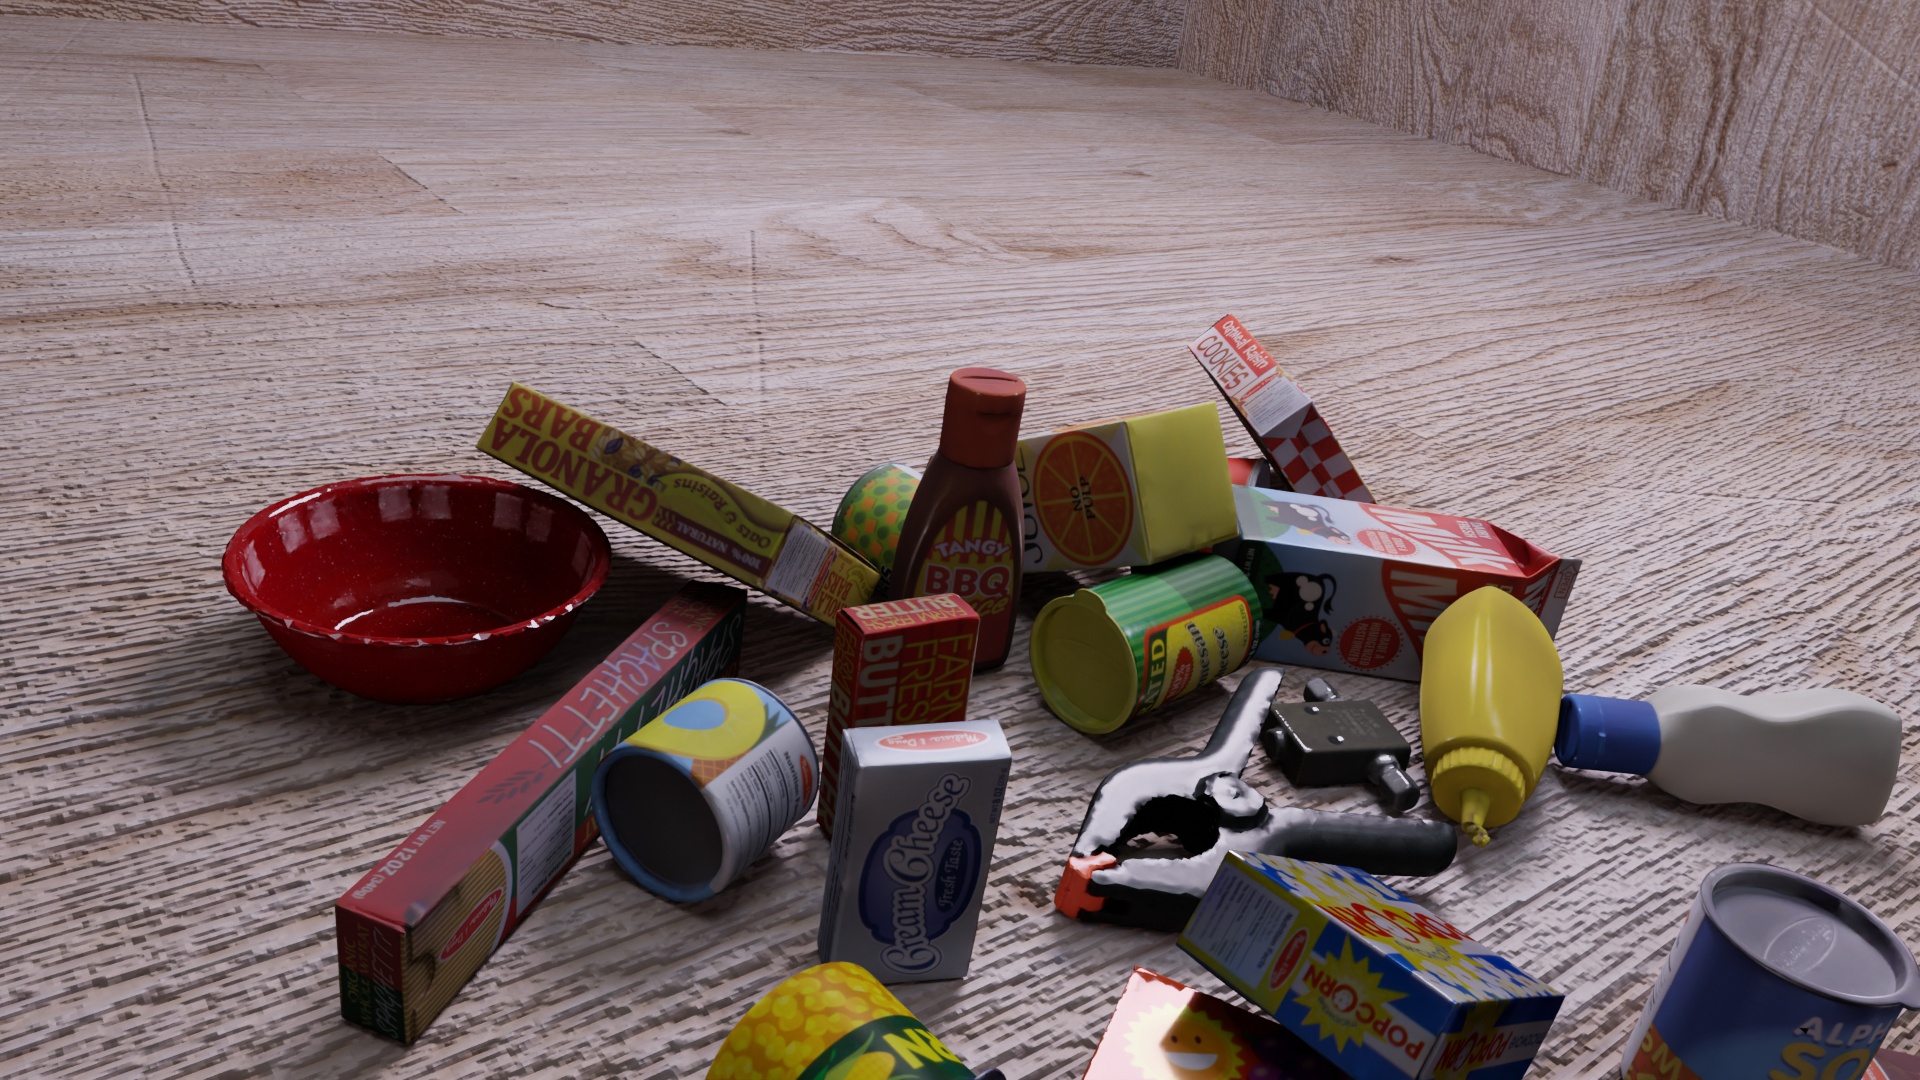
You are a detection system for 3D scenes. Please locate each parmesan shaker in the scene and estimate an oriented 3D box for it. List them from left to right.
[{"bbox_3d":[0.093,0.045,0.678,0.103,0.071,0.071,-16,35,-41],"label":"parmesan shaker"}]

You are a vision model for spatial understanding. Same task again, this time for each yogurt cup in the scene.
[{"bbox_3d":[0.155,-0.020,0.842,0.054,0.072,0.073,10,24,22],"label":"yogurt cup"}]

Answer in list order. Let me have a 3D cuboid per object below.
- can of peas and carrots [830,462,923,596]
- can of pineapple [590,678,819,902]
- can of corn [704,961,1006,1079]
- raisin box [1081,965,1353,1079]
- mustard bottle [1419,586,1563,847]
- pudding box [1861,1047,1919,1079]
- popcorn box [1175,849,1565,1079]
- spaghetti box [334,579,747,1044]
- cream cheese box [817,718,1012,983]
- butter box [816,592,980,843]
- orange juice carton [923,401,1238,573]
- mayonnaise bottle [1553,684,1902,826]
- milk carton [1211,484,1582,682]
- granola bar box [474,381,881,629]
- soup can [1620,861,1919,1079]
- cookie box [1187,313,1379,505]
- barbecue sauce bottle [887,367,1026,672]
[{"bbox_3d":[-0.027,0.001,0.739,0.071,0.070,0.059,-17,37,-43],"label":"can of peas and carrots"},{"bbox_3d":[-0.098,0.093,0.526,0.071,0.070,0.058,20,28,21],"label":"can of pineapple"},{"bbox_3d":[-0.031,0.163,0.400,0.071,0.070,0.058,-15,34,-40],"label":"can of corn"},{"bbox_3d":[0.070,0.191,0.411,0.086,0.040,0.124,17,26,18],"label":"raisin box"},{"bbox_3d":[0.246,0.087,0.654,0.065,0.048,0.161,42,40,-5],"label":"mustard bottle"},{"bbox_3d":[0.325,0.210,0.463,0.050,0.030,0.084,10,26,6],"label":"pudding box"},{"bbox_3d":[0.141,0.145,0.468,0.085,0.038,0.126,31,6,39],"label":"popcorn box"},{"bbox_3d":[-0.147,0.088,0.539,0.029,0.050,0.251,15,26,11],"label":"spaghetti box"},{"bbox_3d":[-0.018,0.108,0.478,0.053,0.103,0.024,0,31,-16],"label":"cream cheese box"},{"bbox_3d":[-0.025,0.072,0.550,0.053,0.103,0.024,-7,29,-28],"label":"butter box"},{"bbox_3d":[0.050,-0.024,0.756,0.072,0.073,0.192,-15,6,-40],"label":"orange juice carton"},{"bbox_3d":[0.367,0.099,0.670,0.148,0.064,0.041,6,12,3],"label":"mayonnaise bottle"},{"bbox_3d":[0.236,0.027,0.759,0.191,0.072,0.074,9,26,-1],"label":"milk carton"},{"bbox_3d":[-0.132,-0.014,0.678,0.166,0.039,0.124,24,-7,19],"label":"granola bar box"},{"bbox_3d":[0.276,0.166,0.476,0.071,0.083,0.071,7,26,-3],"label":"soup can"},{"bbox_3d":[0.213,-0.066,0.894,0.040,0.122,0.168,-35,25,11],"label":"cookie box"},{"bbox_3d":[0.002,-0.008,0.670,0.065,0.147,0.044,1,26,-16],"label":"barbecue sauce bottle"}]
